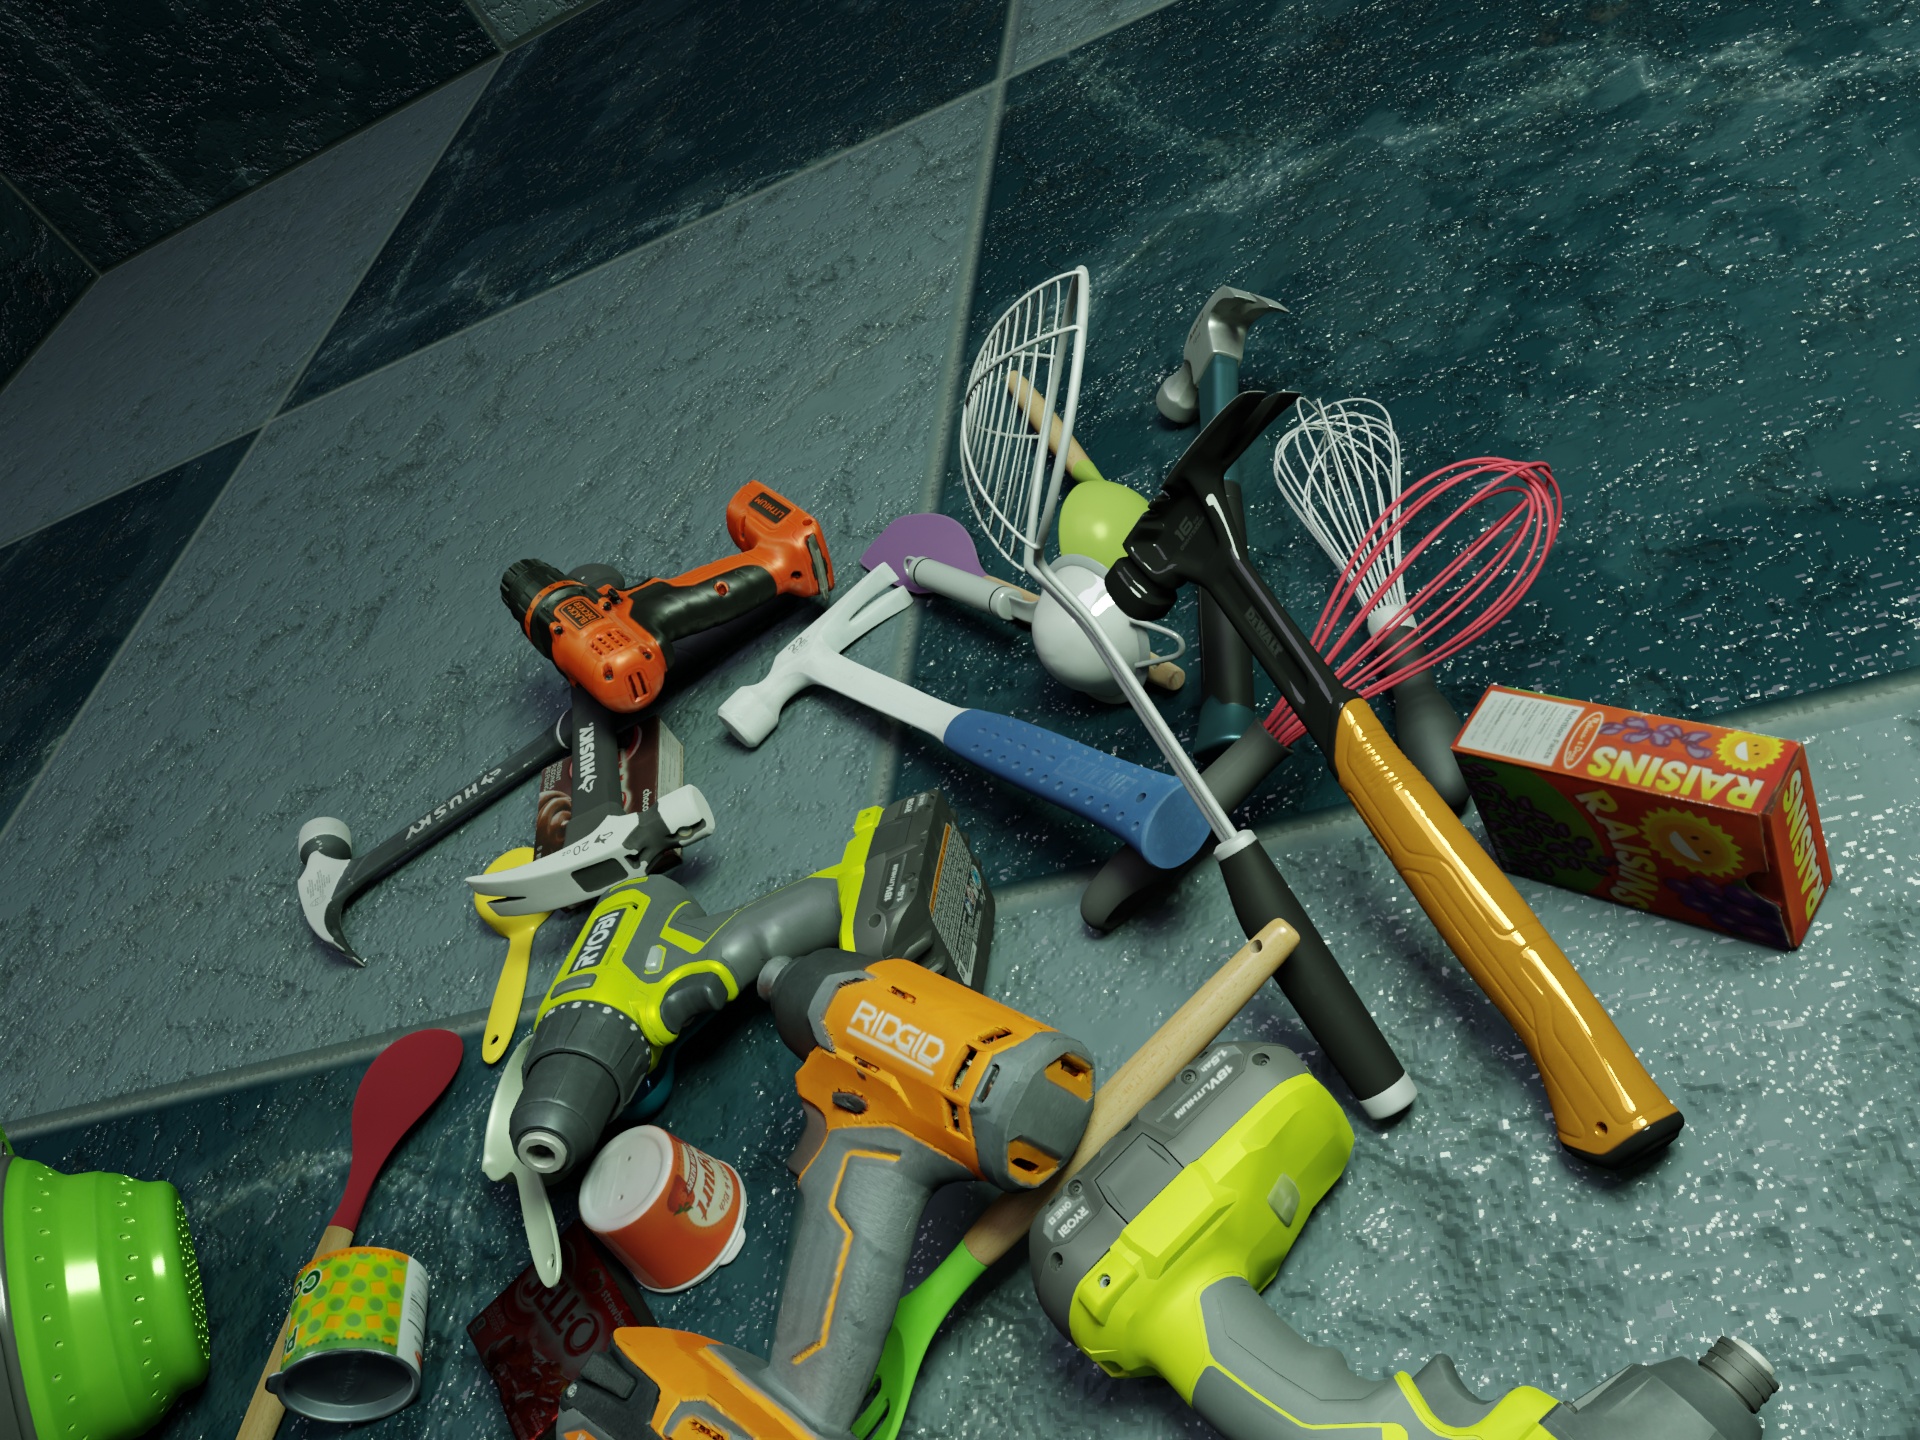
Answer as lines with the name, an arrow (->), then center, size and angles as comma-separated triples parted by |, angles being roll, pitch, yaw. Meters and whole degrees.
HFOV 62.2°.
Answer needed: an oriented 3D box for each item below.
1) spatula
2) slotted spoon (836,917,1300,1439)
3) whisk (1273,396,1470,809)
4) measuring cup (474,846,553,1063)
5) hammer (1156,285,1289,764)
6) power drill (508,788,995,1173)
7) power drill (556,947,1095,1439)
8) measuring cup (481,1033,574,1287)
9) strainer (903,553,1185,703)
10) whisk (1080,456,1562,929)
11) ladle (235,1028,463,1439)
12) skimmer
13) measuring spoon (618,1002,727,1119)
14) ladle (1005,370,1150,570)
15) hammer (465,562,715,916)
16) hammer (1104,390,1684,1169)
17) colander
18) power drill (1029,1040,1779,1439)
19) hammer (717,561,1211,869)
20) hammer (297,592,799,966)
spatula -> 0.031, -0.076, 0.970 | 0.060, 0.018, 0.316 | -48, 39, -7
slotted spoon -> 0.025, 0.196, 0.636 | 0.313, 0.031, 0.070 | -48, 40, 8
whisk -> 0.210, -0.068, 0.802 | 0.070, 0.070, 0.285 | -21, 46, 18
measuring cup -> -0.280, 0.139, 0.973 | 0.062, 0.029, 0.157 | -23, 38, 16
hammer -> 0.144, -0.112, 0.877 | 0.033, 0.128, 0.331 | 13, 53, -10
power drill -> -0.106, 0.128, 0.781 | 0.228, 0.080, 0.191 | -19, 24, 16
power drill -> -0.061, 0.201, 0.629 | 0.164, 0.084, 0.226 | 18, 75, 41
measuring cup -> -0.202, 0.225, 0.798 | 0.083, 0.038, 0.168 | -61, 31, 13
strainer -> 0.030, -0.064, 0.914 | 0.050, 0.086, 0.259 | -22, 26, -25
whisk -> 0.158, -0.007, 0.730 | 0.296, 0.073, 0.073 | -47, 36, 15
ladle -> -0.347, 0.302, 0.863 | 0.069, 0.031, 0.316 | -12, 46, 27
skimmer -> 0.105, -0.015, 0.658 | 0.090, 0.363, 0.127 | -30, -7, -9
measuring spoon -> -0.139, 0.167, 0.856 | 0.128, 0.021, 0.042 | -45, 33, -25
ladle -> 0.061, -0.160, 1.008 | 0.062, 0.078, 0.320 | -37, 31, 9
hammer -> -0.242, -0.005, 1.029 | 0.146, 0.035, 0.335 | -26, 37, 5
hammer -> 0.174, 0.020, 0.638 | 0.337, 0.034, 0.127 | 60, 138, 28
colander -> -0.425, 0.368, 0.797 | 0.094, 0.204, 0.398 | -11, 50, -24
power drill -> 0.141, 0.219, 0.544 | 0.171, 0.080, 0.223 | -43, 42, -7
hammer -> -0.001, -0.003, 0.863 | 0.144, 0.035, 0.406 | -46, 31, -13
hammer -> -0.287, 0.019, 1.099 | 0.409, 0.036, 0.149 | -34, 39, 3
